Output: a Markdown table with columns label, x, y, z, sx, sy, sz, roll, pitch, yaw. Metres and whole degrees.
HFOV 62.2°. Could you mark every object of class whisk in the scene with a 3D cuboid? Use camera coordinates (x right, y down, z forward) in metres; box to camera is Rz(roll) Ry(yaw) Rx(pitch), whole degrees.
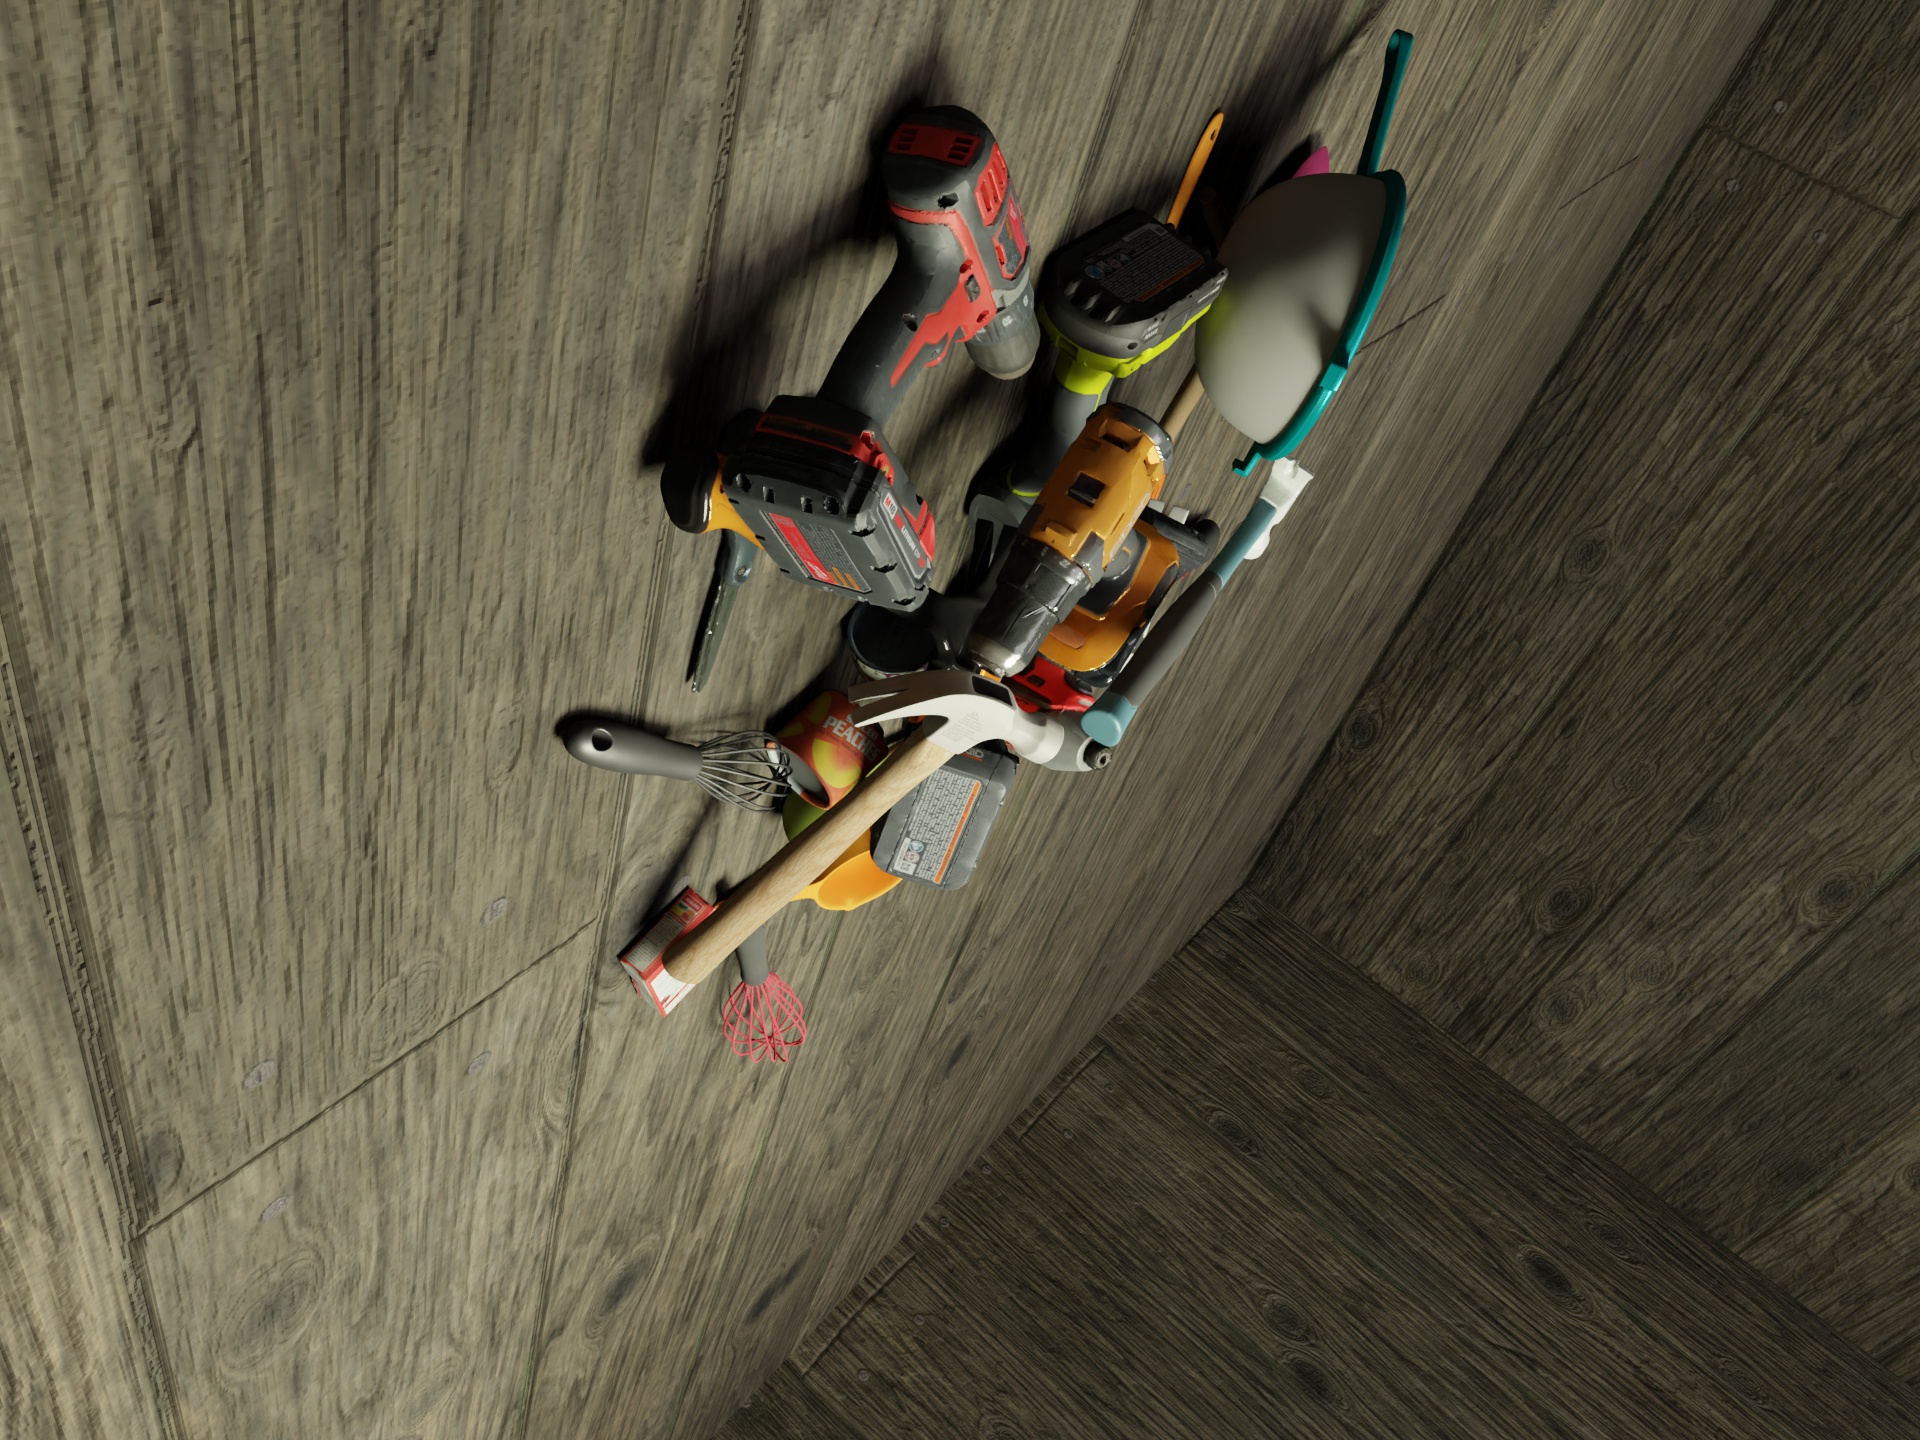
| label | x | y | z | sx | sy | sz | roll | pitch | yaw |
| --- | --- | --- | --- | --- | --- | --- | --- | --- | --- |
| whisk | -0.167 | 0.023 | 0.977 | 0.055 | 0.055 | 0.238 | -55 | 158 | 7 |
| whisk | -0.168 | 0.215 | 1.307 | 0.073 | 0.073 | 0.295 | -44 | 159 | -25 |

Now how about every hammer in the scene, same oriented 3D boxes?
| label | x | y | z | sx | sy | sz | roll | pitch | yaw |
| --- | --- | --- | --- | --- | --- | --- | --- | --- | --- |
| hammer | -0.060 | -0.098 | 0.919 | 0.336 | 0.034 | 0.127 | 22 | 87 | -63 |
| hammer | 0.173 | -0.089 | 1.150 | 0.331 | 0.033 | 0.128 | -49 | 171 | -39 |
| hammer | 0.201 | -0.151 | 1.487 | 0.335 | 0.035 | 0.146 | -39 | 147 | -66 |
| hammer | -0.090 | 0.077 | 1.048 | 0.130 | 0.031 | 0.331 | 27 | 124 | -36 |

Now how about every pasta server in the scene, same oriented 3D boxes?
| label | x | y | z | sx | sy | sz | roll | pitch | yaw |
| --- | --- | --- | --- | --- | --- | --- | --- | --- | --- |
| pasta server | 0.231 | -0.351 | 1.264 | 0.060 | 0.040 | 0.316 | -64 | 160 | 3 |

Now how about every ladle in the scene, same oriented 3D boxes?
| label | x | y | z | sx | sy | sz | roll | pitch | yaw |
| --- | --- | --- | --- | --- | --- | --- | --- | --- | --- |
| ladle | -0.044 | 0.037 | 1.295 | 0.078 | 0.062 | 0.320 | -38 | 174 | 30 |

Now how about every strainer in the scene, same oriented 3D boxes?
| label | x | y | z | sx | sy | sz | roll | pitch | yaw |
| --- | --- | --- | --- | --- | --- | --- | --- | --- | --- |
| strainer | 0.239 | -0.356 | 1.127 | 0.211 | 0.095 | 0.340 | 132 | -24 | -77 |

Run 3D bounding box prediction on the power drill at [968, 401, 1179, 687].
| label | x | y | z | sx | sy | sz | roll | pitch | yaw |
| --- | --- | --- | --- | --- | --- | --- | --- | --- | --- |
| power drill | 0.077 | -0.090 | 1.065 | 0.185 | 0.084 | 0.226 | -58 | 166 | -7 |

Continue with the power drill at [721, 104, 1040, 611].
| label | x | y | z | sx | sy | sz | roll | pitch | yaw |
| --- | --- | --- | --- | --- | --- | --- | --- | --- | --- |
| power drill | -0.022 | -0.173 | 0.825 | 0.227 | 0.080 | 0.187 | -67 | 159 | -15 |

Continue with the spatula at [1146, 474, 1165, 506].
| label | x | y | z | sx | sy | sz | roll | pitch | yaw |
| --- | --- | --- | --- | --- | --- | --- | --- | --- | --- |
| spatula | 0.090 | -0.137 | 1.350 | 0.322 | 0.041 | 0.081 | -40 | 158 | -23 |

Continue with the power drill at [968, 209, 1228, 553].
| label | x | y | z | sx | sy | sz | roll | pitch | yaw |
| --- | --- | --- | --- | --- | --- | --- | --- | --- | --- |
| power drill | 0.096 | -0.230 | 1.105 | 0.171 | 0.080 | 0.223 | -39 | 162 | -36 |

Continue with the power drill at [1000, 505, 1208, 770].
| label | x | y | z | sx | sy | sz | roll | pitch | yaw |
| --- | --- | --- | --- | --- | --- | --- | --- | --- | --- |
| power drill | 0.098 | -0.069 | 1.259 | 0.078 | 0.143 | 0.219 | 16 | 102 | -47 |

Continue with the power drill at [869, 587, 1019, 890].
| label | x | y | z | sx | sy | sz | roll | pitch | yaw |
| --- | --- | --- | --- | --- | --- | --- | --- | --- | --- |
| power drill | -0.002 | -0.004 | 1.163 | 0.227 | 0.084 | 0.164 | -82 | -169 | -56 |

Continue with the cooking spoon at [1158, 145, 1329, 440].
| label | x | y | z | sx | sy | sz | roll | pitch | yaw |
| --- | --- | --- | --- | --- | --- | --- | --- | --- | --- |
| cooking spoon | 0.210 | -0.308 | 1.215 | 0.319 | 0.017 | 0.068 | -58 | 156 | -12 |

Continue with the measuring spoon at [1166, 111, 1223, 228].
| label | x | y | z | sx | sy | sz | roll | pitch | yaw |
| --- | --- | --- | --- | --- | --- | --- | --- | --- | --- |
| measuring spoon | 0.159 | -0.364 | 1.101 | 0.021 | 0.011 | 0.116 | -34 | 154 | -45 |

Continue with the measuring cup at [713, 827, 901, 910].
| label | x | y | z | sx | sy | sz | roll | pitch | yaw |
| --- | --- | --- | --- | --- | --- | --- | --- | --- | --- |
| measuring cup | -0.123 | 0.114 | 1.272 | 0.173 | 0.052 | 0.095 | -10 | 146 | -29 |
